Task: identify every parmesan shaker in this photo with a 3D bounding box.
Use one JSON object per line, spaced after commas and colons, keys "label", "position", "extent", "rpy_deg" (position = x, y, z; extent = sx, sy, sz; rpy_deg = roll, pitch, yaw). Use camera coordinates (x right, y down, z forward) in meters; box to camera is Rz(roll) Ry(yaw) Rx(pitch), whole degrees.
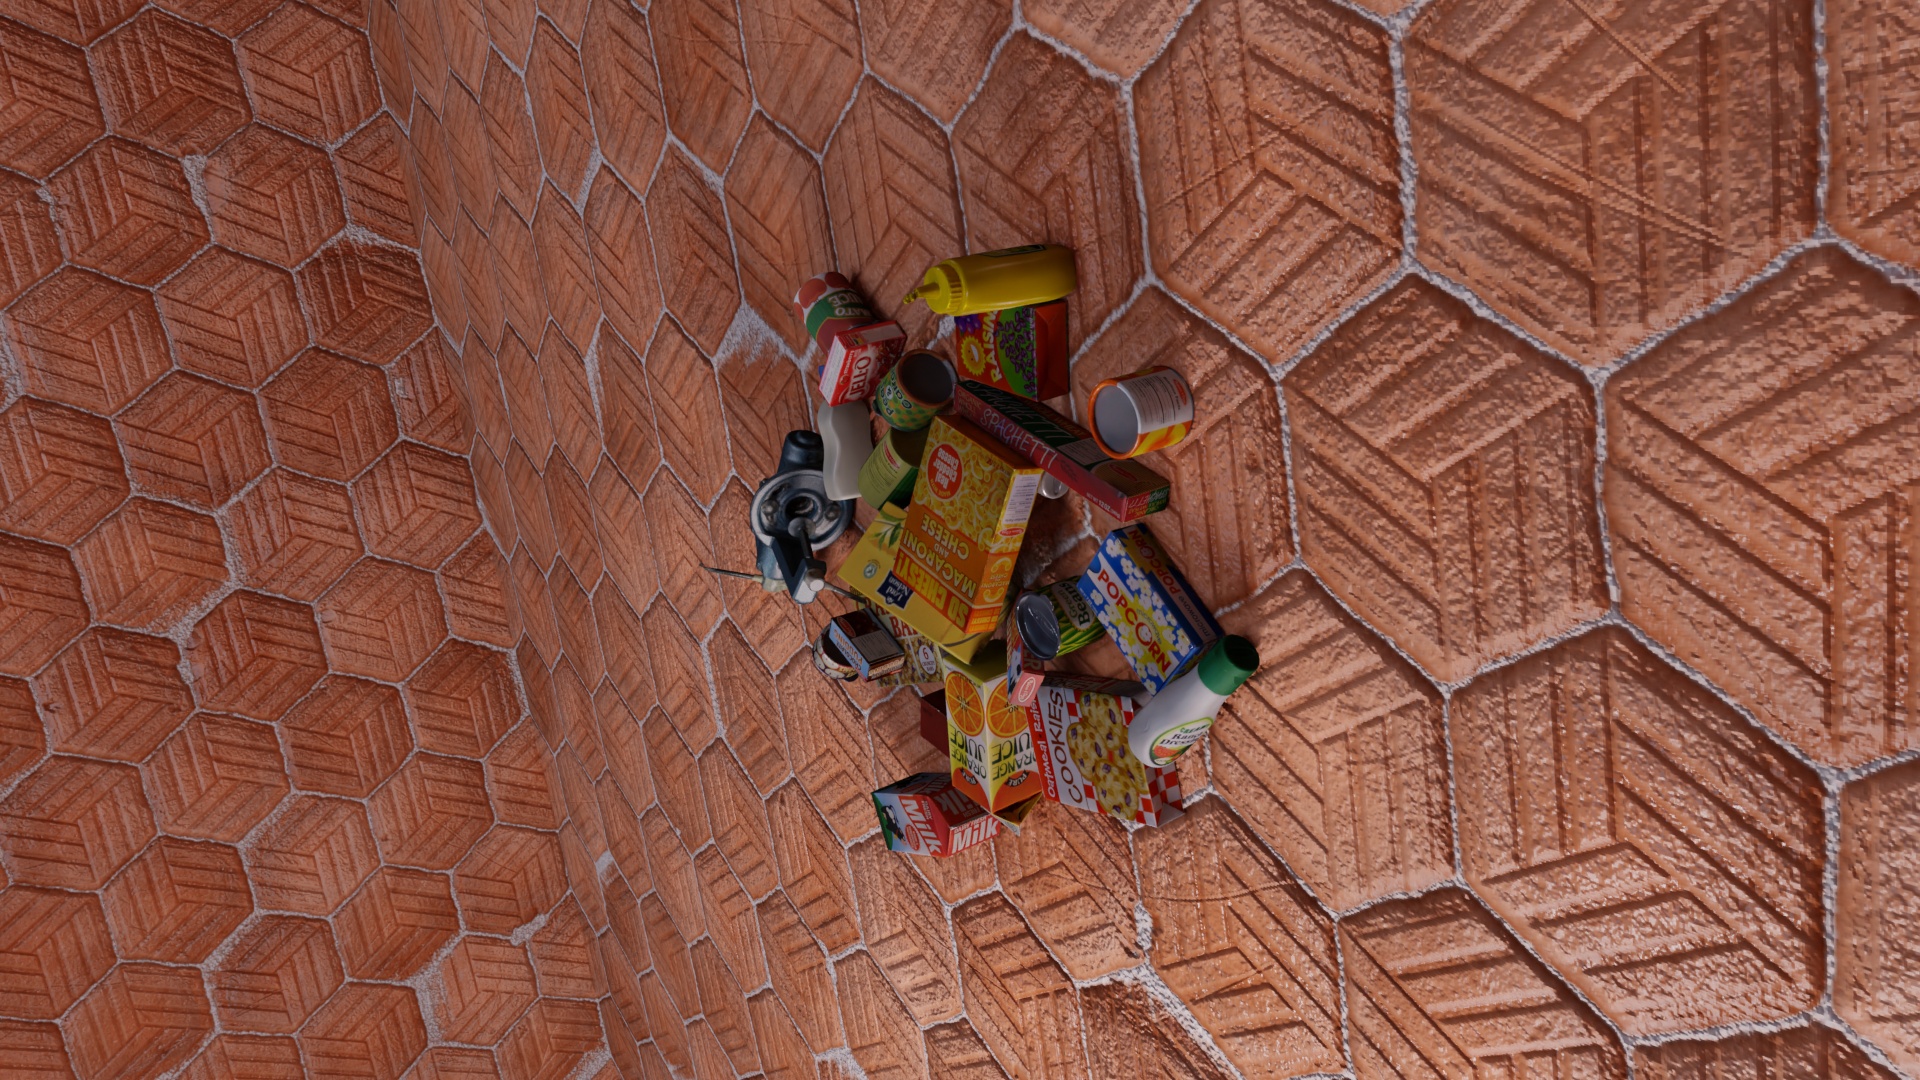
{"label": "parmesan shaker", "position": [-0.061, -0.082, 1.437], "extent": [0.071, 0.071, 0.102], "rpy_deg": [64, 148, 14]}

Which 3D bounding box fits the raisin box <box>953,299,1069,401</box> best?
{"label": "raisin box", "position": [0.044, -0.180, 1.253], "extent": [0.123, 0.040, 0.085], "rpy_deg": [27, 127, 50]}

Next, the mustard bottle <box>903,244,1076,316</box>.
{"label": "mustard bottle", "position": [0.021, -0.215, 1.156], "extent": [0.065, 0.161, 0.048], "rpy_deg": [15, 116, 52]}

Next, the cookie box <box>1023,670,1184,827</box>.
{"label": "cookie box", "position": [0.129, 0.191, 1.298], "extent": [0.167, 0.040, 0.122], "rpy_deg": [-1, 104, 56]}

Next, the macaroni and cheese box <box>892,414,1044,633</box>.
{"label": "macaroni and cheese box", "position": [0.005, -0.016, 1.282], "extent": [0.124, 0.040, 0.165], "rpy_deg": [37, 120, 42]}

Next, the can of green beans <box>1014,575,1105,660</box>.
{"label": "can of green beans", "position": [0.093, 0.071, 1.279], "extent": [0.071, 0.058, 0.071], "rpy_deg": [31, 130, 47]}

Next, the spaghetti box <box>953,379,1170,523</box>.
{"label": "spaghetti box", "position": [0.083, -0.086, 1.227], "extent": [0.251, 0.050, 0.028], "rpy_deg": [38, 133, 43]}

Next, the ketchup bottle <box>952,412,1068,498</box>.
{"label": "ketchup bottle", "position": [0.044, -0.077, 1.298], "extent": [0.149, 0.044, 0.064], "rpy_deg": [27, 120, 49]}

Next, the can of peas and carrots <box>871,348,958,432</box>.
{"label": "can of peas and carrots", "position": [-0.045, -0.149, 1.376], "extent": [0.058, 0.071, 0.071], "rpy_deg": [-41, 70, 56]}

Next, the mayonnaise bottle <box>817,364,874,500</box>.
{"label": "mayonnaise bottle", "position": [-0.127, -0.121, 1.528], "extent": [0.041, 0.065, 0.148], "rpy_deg": [0, 101, 55]}

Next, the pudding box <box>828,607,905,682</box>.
{"label": "pudding box", "position": [-0.104, 0.115, 1.536], "extent": [0.084, 0.050, 0.030], "rpy_deg": [47, 138, 35]}

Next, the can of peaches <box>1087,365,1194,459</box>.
{"label": "can of peaches", "position": [0.143, -0.102, 1.118], "extent": [0.071, 0.058, 0.071], "rpy_deg": [30, 129, 47]}

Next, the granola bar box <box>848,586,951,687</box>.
{"label": "granola bar box", "position": [-0.056, 0.096, 1.540], "extent": [0.165, 0.039, 0.124], "rpy_deg": [-15, 91, 59]}

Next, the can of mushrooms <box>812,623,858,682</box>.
{"label": "can of mushrooms", "position": [-0.140, 0.132, 1.663], "extent": [0.071, 0.071, 0.033], "rpy_deg": [60, 145, 19]}

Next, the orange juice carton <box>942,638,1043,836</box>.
{"label": "orange juice carton", "position": [0.036, 0.206, 1.418], "extent": [0.072, 0.073, 0.191], "rpy_deg": [25, 125, 50]}

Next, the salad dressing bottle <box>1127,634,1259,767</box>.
{"label": "salad dressing bottle", "position": [0.193, 0.134, 1.155], "extent": [0.146, 0.064, 0.044], "rpy_deg": [-57, 44, 42]}

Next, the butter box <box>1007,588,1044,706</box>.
{"label": "butter box", "position": [0.062, 0.101, 1.325], "extent": [0.052, 0.024, 0.104], "rpy_deg": [111, 166, -46]}

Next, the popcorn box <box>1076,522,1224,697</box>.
{"label": "popcorn box", "position": [0.160, 0.060, 1.188], "extent": [0.127, 0.038, 0.084], "rpy_deg": [57, 146, 24]}

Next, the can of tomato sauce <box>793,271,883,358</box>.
{"label": "can of tomato sauce", "position": [-0.128, -0.235, 1.469], "extent": [0.083, 0.071, 0.070], "rpy_deg": [56, 145, 26]}

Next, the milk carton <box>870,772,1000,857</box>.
{"label": "milk carton", "position": [-0.022, 0.305, 1.552], "extent": [0.190, 0.072, 0.073], "rpy_deg": [-16, 92, 59]}
